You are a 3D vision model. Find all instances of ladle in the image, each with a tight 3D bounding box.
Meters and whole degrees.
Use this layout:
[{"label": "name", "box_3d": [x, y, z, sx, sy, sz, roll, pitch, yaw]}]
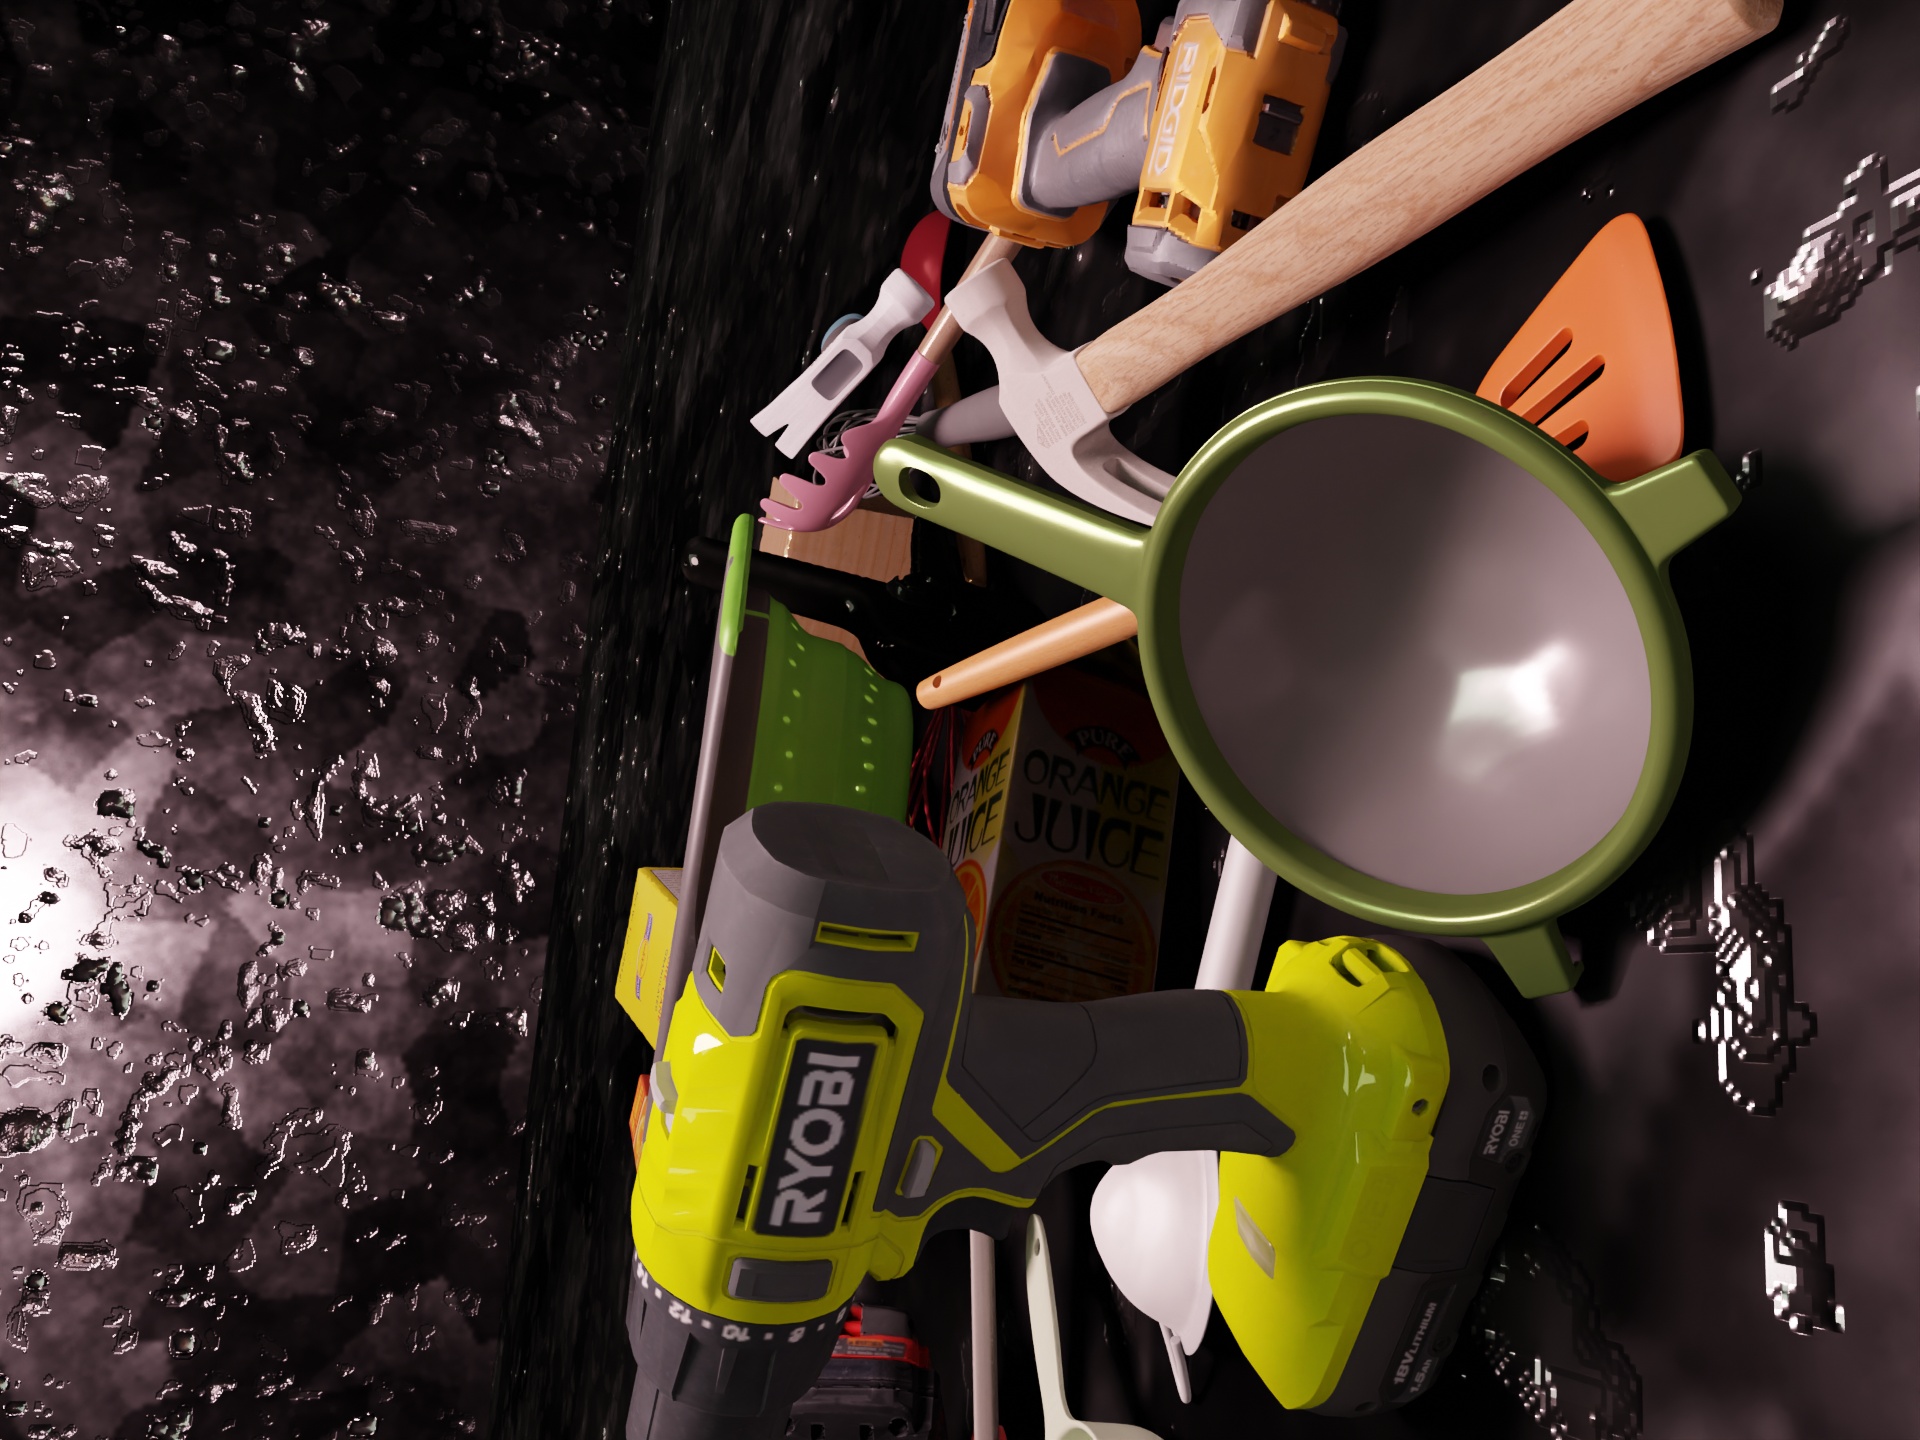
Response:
[{"label": "ladle", "box_3d": [-0.009, -0.203, 0.968, 0.069, 0.031, 0.316, 120, 149, -49]}]

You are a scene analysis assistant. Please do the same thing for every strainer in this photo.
[{"label": "strainer", "box_3d": [0.087, -0.043, 0.454, 0.257, 0.069, 0.151, 27, 129, 33]}, {"label": "strainer", "box_3d": [0.086, 0.111, 0.559, 0.087, 0.050, 0.258, -144, 67, -84]}]

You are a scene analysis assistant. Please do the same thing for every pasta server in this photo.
[{"label": "pasta server", "box_3d": [-0.008, -0.219, 0.839, 0.316, 0.040, 0.060, -53, -4, 23]}]

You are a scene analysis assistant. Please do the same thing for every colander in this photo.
[{"label": "colander", "box_3d": [-0.092, 0.098, 0.778, 0.205, 0.094, 0.396, -96, 17, -55]}]

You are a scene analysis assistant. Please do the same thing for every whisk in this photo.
[{"label": "whisk", "box_3d": [-0.001, -0.003, 0.824, 0.296, 0.073, 0.073, -95, 23, -50]}, {"label": "whisk", "box_3d": [-0.017, -0.161, 0.894, 0.239, 0.055, 0.055, -1, 80, 56]}]

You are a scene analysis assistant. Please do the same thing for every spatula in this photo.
[{"label": "spatula", "box_3d": [0.089, -0.055, 0.532, 0.322, 0.041, 0.081, -22, 60, 43]}]

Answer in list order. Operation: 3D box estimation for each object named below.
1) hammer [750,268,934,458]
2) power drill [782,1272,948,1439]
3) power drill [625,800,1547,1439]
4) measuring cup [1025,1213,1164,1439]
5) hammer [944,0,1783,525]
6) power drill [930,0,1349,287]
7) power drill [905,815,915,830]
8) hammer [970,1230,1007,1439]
[{"label": "hammer", "box_3d": [-0.077, -0.243, 1.052, 0.128, 0.033, 0.331, -45, 14, 9]}, {"label": "power drill", "box_3d": [-0.040, 0.246, 0.751, 0.143, 0.078, 0.220, 85, -174, -47]}, {"label": "power drill", "box_3d": [0.025, 0.129, 0.432, 0.080, 0.228, 0.190, -129, 51, -64]}, {"label": "measuring cup", "box_3d": [0.052, 0.260, 0.594, 0.168, 0.038, 0.083, -99, 25, -50]}, {"label": "hammer", "box_3d": [0.114, -0.154, 0.531, 0.130, 0.031, 0.331, 58, 149, -7]}, {"label": "power drill", "box_3d": [0.078, -0.281, 0.667, 0.226, 0.084, 0.185, 38, 118, 58]}, {"label": "power drill", "box_3d": [-0.089, 0.117, 0.961, 0.223, 0.080, 0.171, -60, 39, 40]}, {"label": "hammer", "box_3d": [0.012, 0.336, 0.635, 0.149, 0.036, 0.359, 73, -165, -78]}]
